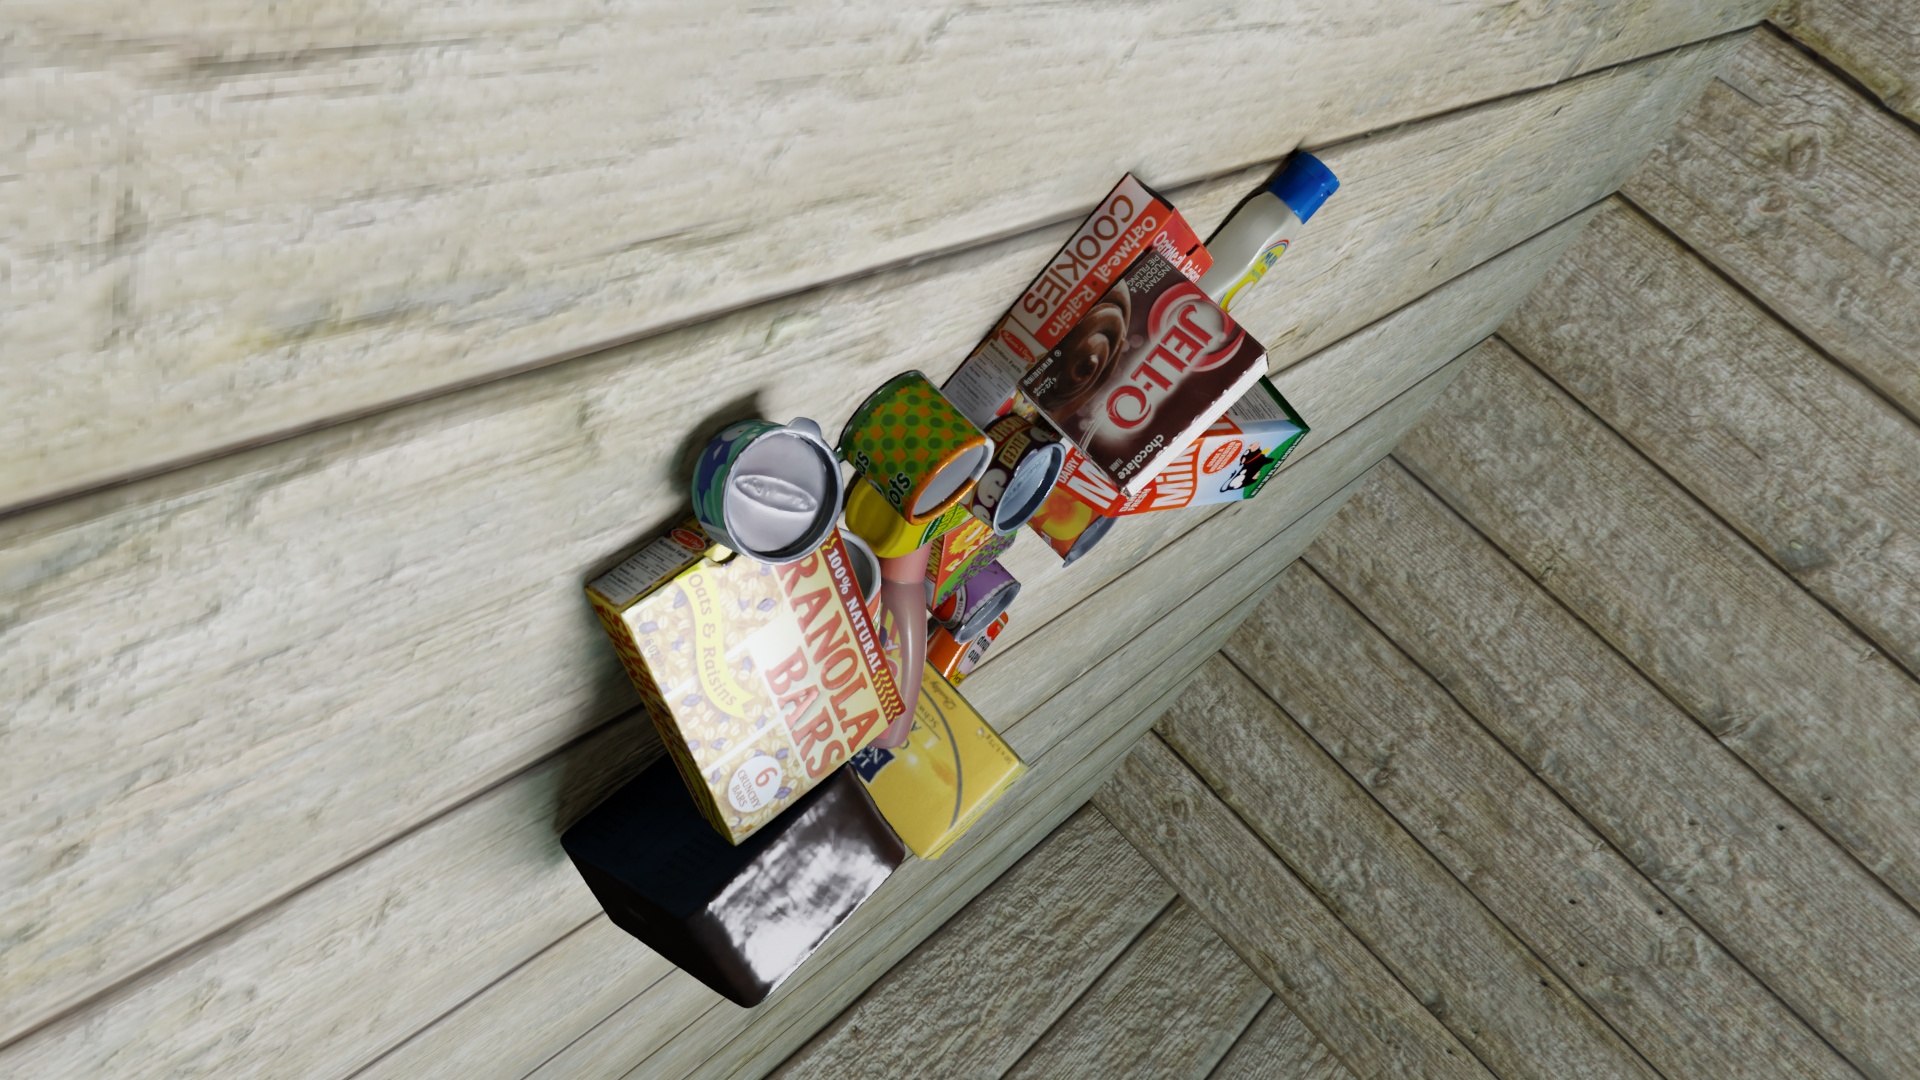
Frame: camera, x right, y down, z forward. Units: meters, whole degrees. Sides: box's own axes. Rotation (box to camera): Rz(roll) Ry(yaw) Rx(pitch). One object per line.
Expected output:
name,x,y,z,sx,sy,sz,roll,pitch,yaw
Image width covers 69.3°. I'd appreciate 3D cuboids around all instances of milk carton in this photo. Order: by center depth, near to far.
milk carton,0.131,-0.068,0.900,0.191,0.073,0.072,-7,144,-41

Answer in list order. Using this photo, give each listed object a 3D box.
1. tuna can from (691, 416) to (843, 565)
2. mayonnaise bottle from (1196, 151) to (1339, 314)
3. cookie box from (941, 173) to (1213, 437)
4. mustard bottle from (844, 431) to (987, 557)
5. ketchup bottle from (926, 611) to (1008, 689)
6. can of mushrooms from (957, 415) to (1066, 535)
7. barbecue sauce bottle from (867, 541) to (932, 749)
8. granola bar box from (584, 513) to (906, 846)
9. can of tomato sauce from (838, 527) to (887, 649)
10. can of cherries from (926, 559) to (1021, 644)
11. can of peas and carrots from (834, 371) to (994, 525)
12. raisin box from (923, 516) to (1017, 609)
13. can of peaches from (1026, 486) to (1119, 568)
tuna can,-0.091,-0.026,0.657,0.071,0.033,0.071,-11,108,-37
mayonnaise bottle,0.204,-0.207,0.984,0.148,0.041,0.065,-47,162,10
cookie box,0.076,-0.133,0.849,0.167,0.040,0.123,-48,163,12
mustard bottle,-0.003,-0.039,0.871,0.161,0.049,0.065,-27,156,-47
ketchup bottle,-0.019,0.111,1.179,0.149,0.043,0.064,-52,162,-9
can of mushrooms,0.029,-0.040,0.820,0.071,0.033,0.070,-43,157,-24
barbecue sauce bottle,-0.050,0.057,0.907,0.044,0.065,0.148,-19,123,-72
granola bar box,-0.105,0.060,0.726,0.125,0.039,0.164,-37,128,-26
can of tomato sauce,-0.079,0.038,0.836,0.071,0.071,0.082,-39,163,-19
can of cherries,0.001,0.037,1.060,0.071,0.058,0.071,-41,165,-13
can of peas and carrots,-0.026,-0.049,0.771,0.071,0.059,0.070,-41,163,-15
raisin box,0.003,-0.012,0.976,0.086,0.040,0.122,-38,162,-22
can of peaches,0.087,-0.022,1.128,0.071,0.058,0.071,-41,165,-14
